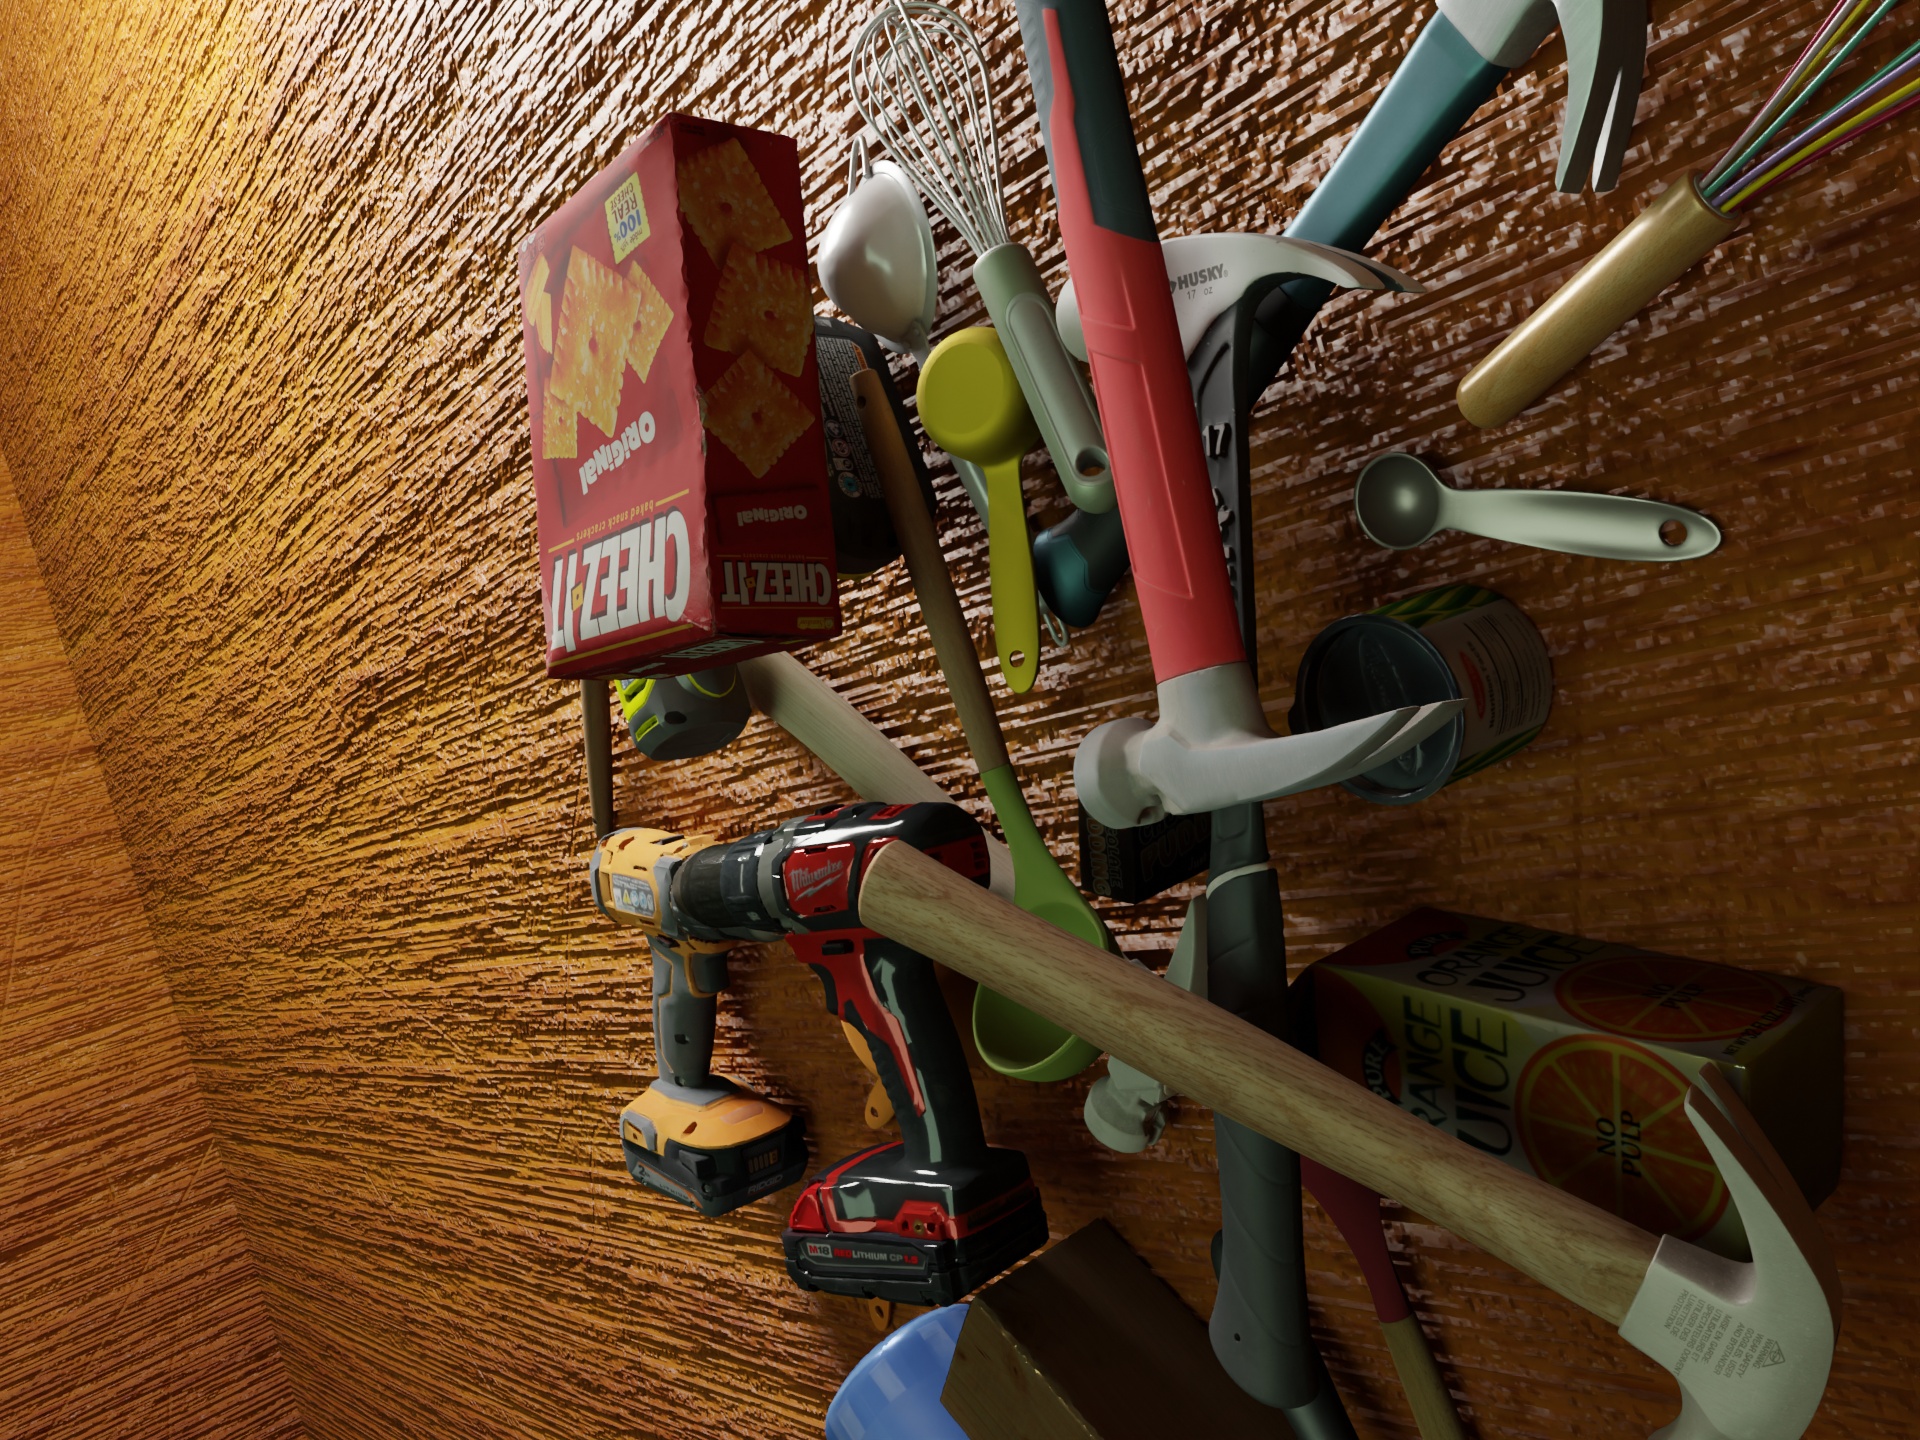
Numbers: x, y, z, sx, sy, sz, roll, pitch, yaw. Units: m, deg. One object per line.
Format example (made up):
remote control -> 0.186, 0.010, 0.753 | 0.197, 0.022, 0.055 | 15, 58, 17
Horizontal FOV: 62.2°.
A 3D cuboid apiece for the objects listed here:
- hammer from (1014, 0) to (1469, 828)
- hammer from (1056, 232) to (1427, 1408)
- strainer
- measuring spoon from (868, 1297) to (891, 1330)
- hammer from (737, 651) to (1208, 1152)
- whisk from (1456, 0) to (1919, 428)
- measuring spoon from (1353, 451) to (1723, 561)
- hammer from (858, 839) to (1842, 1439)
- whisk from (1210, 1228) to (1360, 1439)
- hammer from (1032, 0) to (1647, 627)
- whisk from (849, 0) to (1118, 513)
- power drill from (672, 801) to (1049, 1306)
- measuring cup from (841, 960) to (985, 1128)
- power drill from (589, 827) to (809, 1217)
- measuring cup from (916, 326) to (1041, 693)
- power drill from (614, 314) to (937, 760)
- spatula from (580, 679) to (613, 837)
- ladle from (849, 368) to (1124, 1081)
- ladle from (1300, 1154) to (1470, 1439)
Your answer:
hammer -> 0.058, -0.164, 0.513 | 0.143, 0.038, 0.386 | -19, 80, 55
hammer -> 0.101, 0.037, 0.552 | 0.149, 0.036, 0.409 | 3, 99, 57
strainer -> -0.010, -0.148, 0.717 | 0.258, 0.050, 0.087 | 64, 153, 6
measuring spoon -> -0.045, 0.326, 0.961 | 0.021, 0.011, 0.116 | 30, 129, 39
hammer -> -0.028, 0.030, 0.806 | 0.411, 0.038, 0.146 | 40, 130, 34
whisk -> 0.224, -0.156, 0.433 | 0.047, 0.051, 0.245 | 57, 142, 10
measuring spoon -> 0.190, -0.069, 0.530 | 0.124, 0.018, 0.034 | 15, 115, 39
hammer -> 0.105, 0.118, 0.511 | 0.331, 0.031, 0.130 | 25, 113, 26
whisk -> 0.168, 0.321, 0.661 | 0.239, 0.055, 0.055 | 62, 142, 31
hammer -> 0.112, -0.149, 0.575 | 0.128, 0.033, 0.331 | 58, 139, 20
whisk -> 0.014, -0.192, 0.642 | 0.059, 0.058, 0.246 | 65, -177, -75
power drill -> -0.056, 0.154, 0.773 | 0.188, 0.080, 0.227 | -10, 90, 39
measuring cup -> -0.040, 0.179, 0.861 | 0.095, 0.052, 0.173 | 49, 134, 27
power drill -> -0.151, 0.182, 0.979 | 0.185, 0.084, 0.226 | 3, 101, 48
measuring cup -> 0.013, -0.089, 0.664 | 0.062, 0.029, 0.156 | -10, 82, 30
power drill -> -0.124, -0.107, 0.814 | 0.228, 0.080, 0.191 | -35, 69, 44
spatula -> -0.227, -0.056, 1.024 | 0.082, 0.044, 0.317 | 35, 133, 37
ladle -> -0.001, -0.002, 0.689 | 0.078, 0.062, 0.320 | -23, 84, 42
ladle -> 0.187, 0.266, 0.648 | 0.069, 0.031, 0.315 | -25, 86, 52
